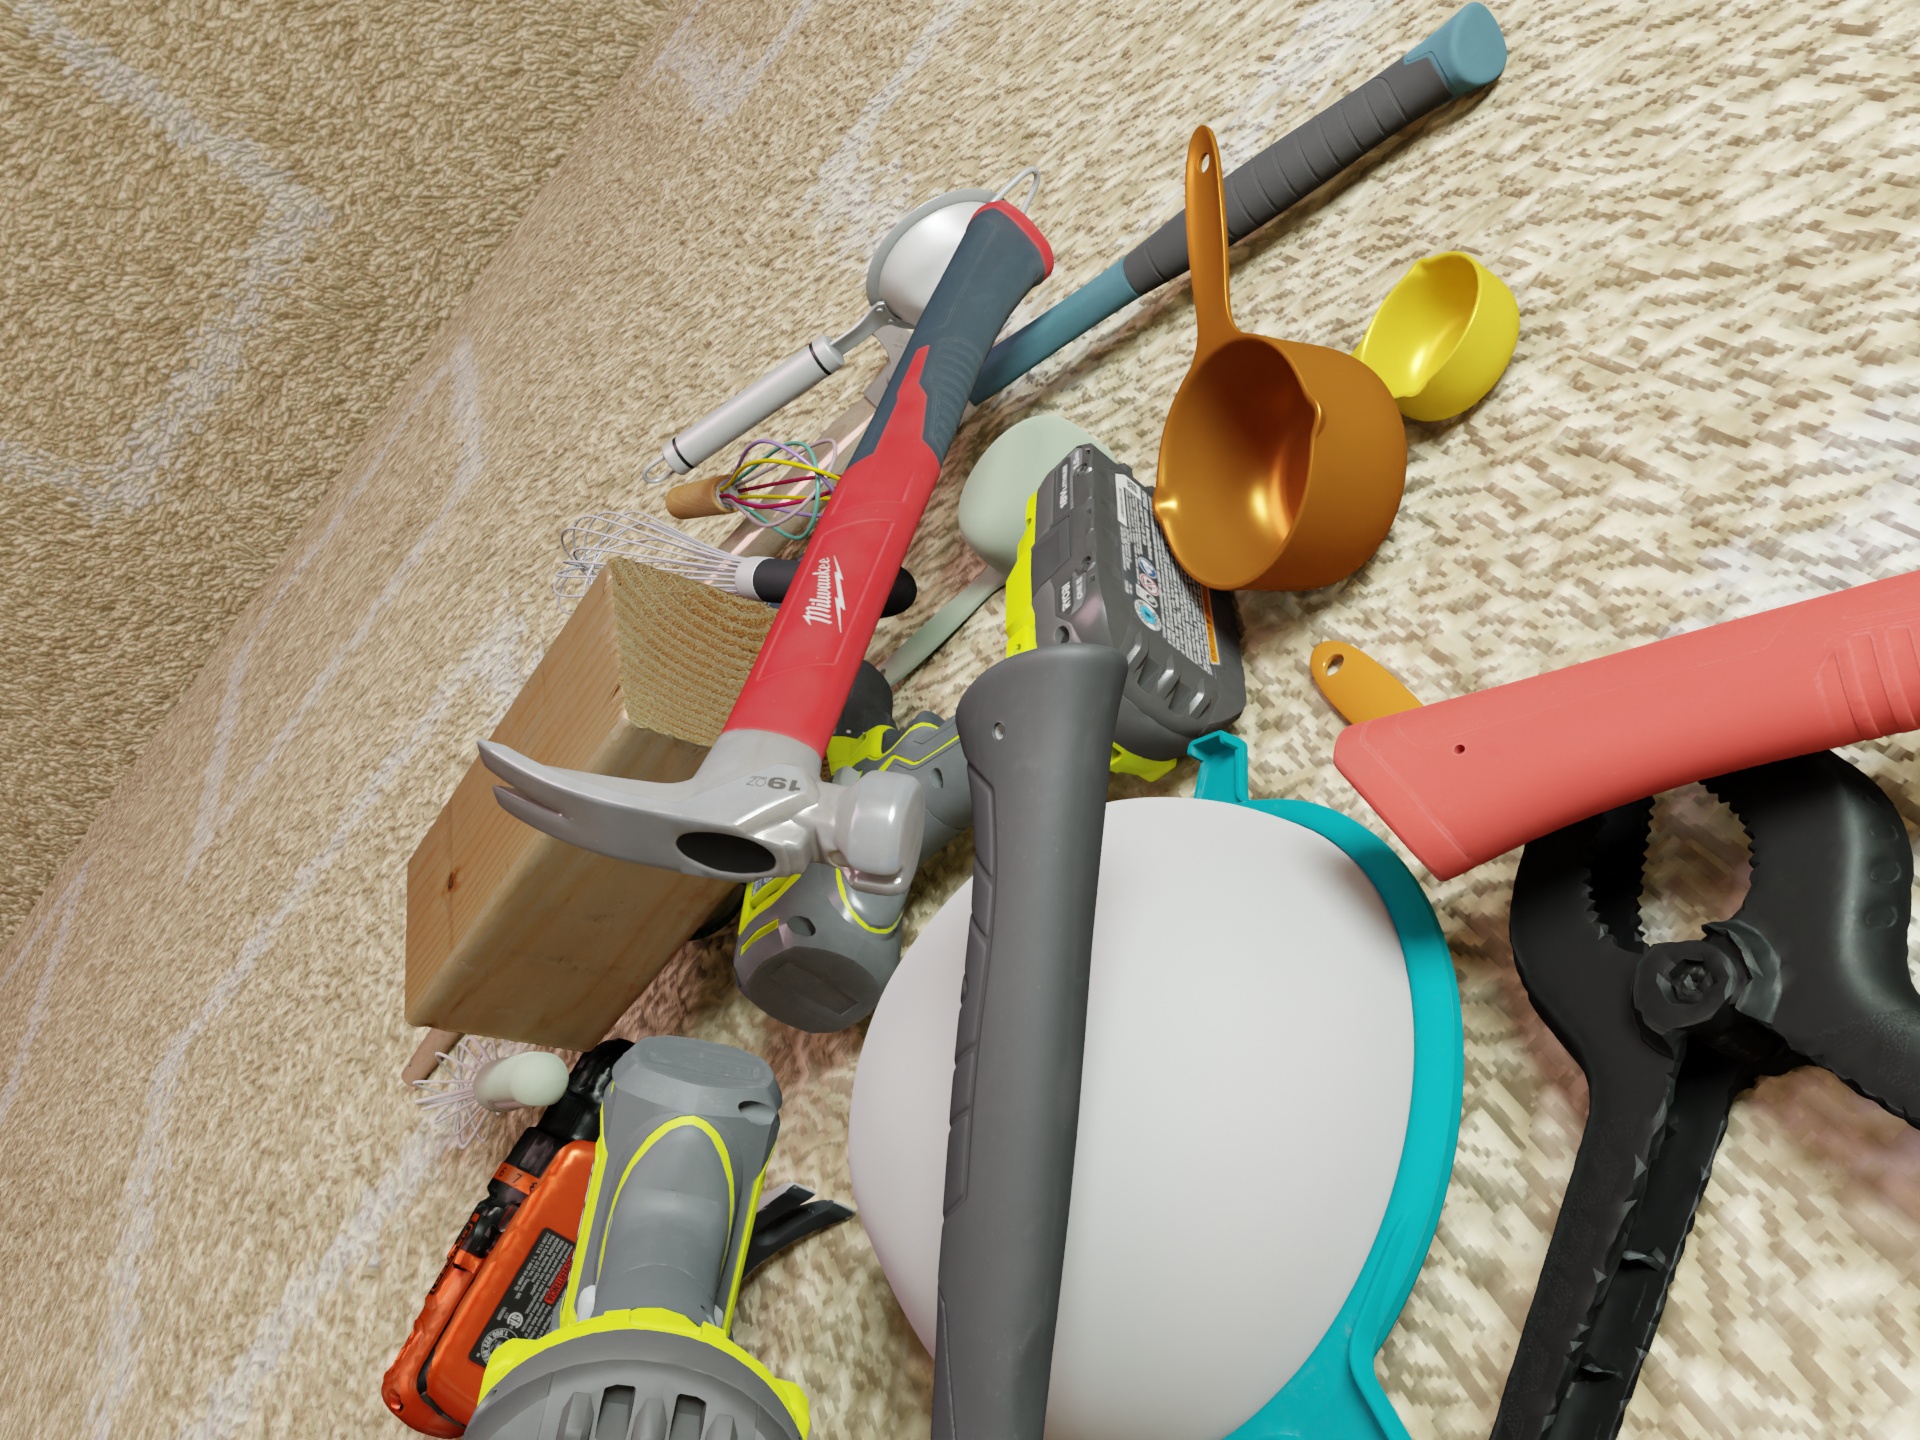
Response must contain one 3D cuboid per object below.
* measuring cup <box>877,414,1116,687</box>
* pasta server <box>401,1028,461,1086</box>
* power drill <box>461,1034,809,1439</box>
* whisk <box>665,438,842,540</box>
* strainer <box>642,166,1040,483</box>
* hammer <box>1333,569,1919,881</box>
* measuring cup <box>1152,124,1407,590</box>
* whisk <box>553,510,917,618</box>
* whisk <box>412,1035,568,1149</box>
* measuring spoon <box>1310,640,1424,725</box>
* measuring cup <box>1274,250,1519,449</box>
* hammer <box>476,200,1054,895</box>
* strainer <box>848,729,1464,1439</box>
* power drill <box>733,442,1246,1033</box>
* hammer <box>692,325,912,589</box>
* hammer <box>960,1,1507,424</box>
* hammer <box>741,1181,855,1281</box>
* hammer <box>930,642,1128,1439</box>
[{"bbox_3d":[0.001,-0.074,0.741,0.167,0.038,0.083,-44,32,17],"label":"measuring cup"},{"bbox_3d":[-0.235,0.107,0.926,0.316,0.040,0.060,-51,30,18],"label":"pasta server"},{"bbox_3d":[-0.092,0.202,0.442,0.223,0.080,0.171,-141,63,-81],"label":"power drill"},{"bbox_3d":[-0.115,-0.122,0.862,0.245,0.047,0.051,9,110,64],"label":"whisk"},{"bbox_3d":[-0.060,-0.189,0.810,0.258,0.086,0.050,-31,64,16],"label":"strainer"},{"bbox_3d":[0.245,-0.036,0.313,0.359,0.036,0.149,-18,47,35],"label":"hammer"},{"bbox_3d":[0.111,-0.129,0.566,0.095,0.052,0.174,-26,64,60],"label":"measuring cup"},{"bbox_3d":[-0.121,-0.075,0.814,0.285,0.070,0.070,8,68,45],"label":"whisk"},{"bbox_3d":[-0.224,0.177,0.767,0.246,0.057,0.059,151,121,-62],"label":"whisk"},{"bbox_3d":[0.137,0.001,0.501,0.021,0.011,0.117,-49,31,12],"label":"measuring spoon"},{"bbox_3d":[0.145,-0.116,0.599,0.156,0.029,0.062,-34,40,53],"label":"measuring cup"},{"bbox_3d":[-0.042,-0.096,0.620,0.143,0.038,0.387,9,47,11],"label":"hammer"},{"bbox_3d":[0.045,0.128,0.398,0.211,0.095,0.341,-56,24,12],"label":"strainer"},{"bbox_3d":[-0.001,-0.002,0.642,0.228,0.080,0.191,-39,30,31],"label":"power drill"},{"bbox_3d":[-0.159,-0.067,0.935,0.410,0.038,0.146,-46,30,8],"label":"hammer"},{"bbox_3d":[0.091,-0.210,0.725,0.331,0.033,0.128,-28,23,34],"label":"hammer"},{"bbox_3d":[-0.046,0.308,0.455,0.149,0.036,0.409,-49,31,10],"label":"hammer"},{"bbox_3d":[0.010,0.149,0.353,0.146,0.035,0.335,0,83,50],"label":"hammer"}]
